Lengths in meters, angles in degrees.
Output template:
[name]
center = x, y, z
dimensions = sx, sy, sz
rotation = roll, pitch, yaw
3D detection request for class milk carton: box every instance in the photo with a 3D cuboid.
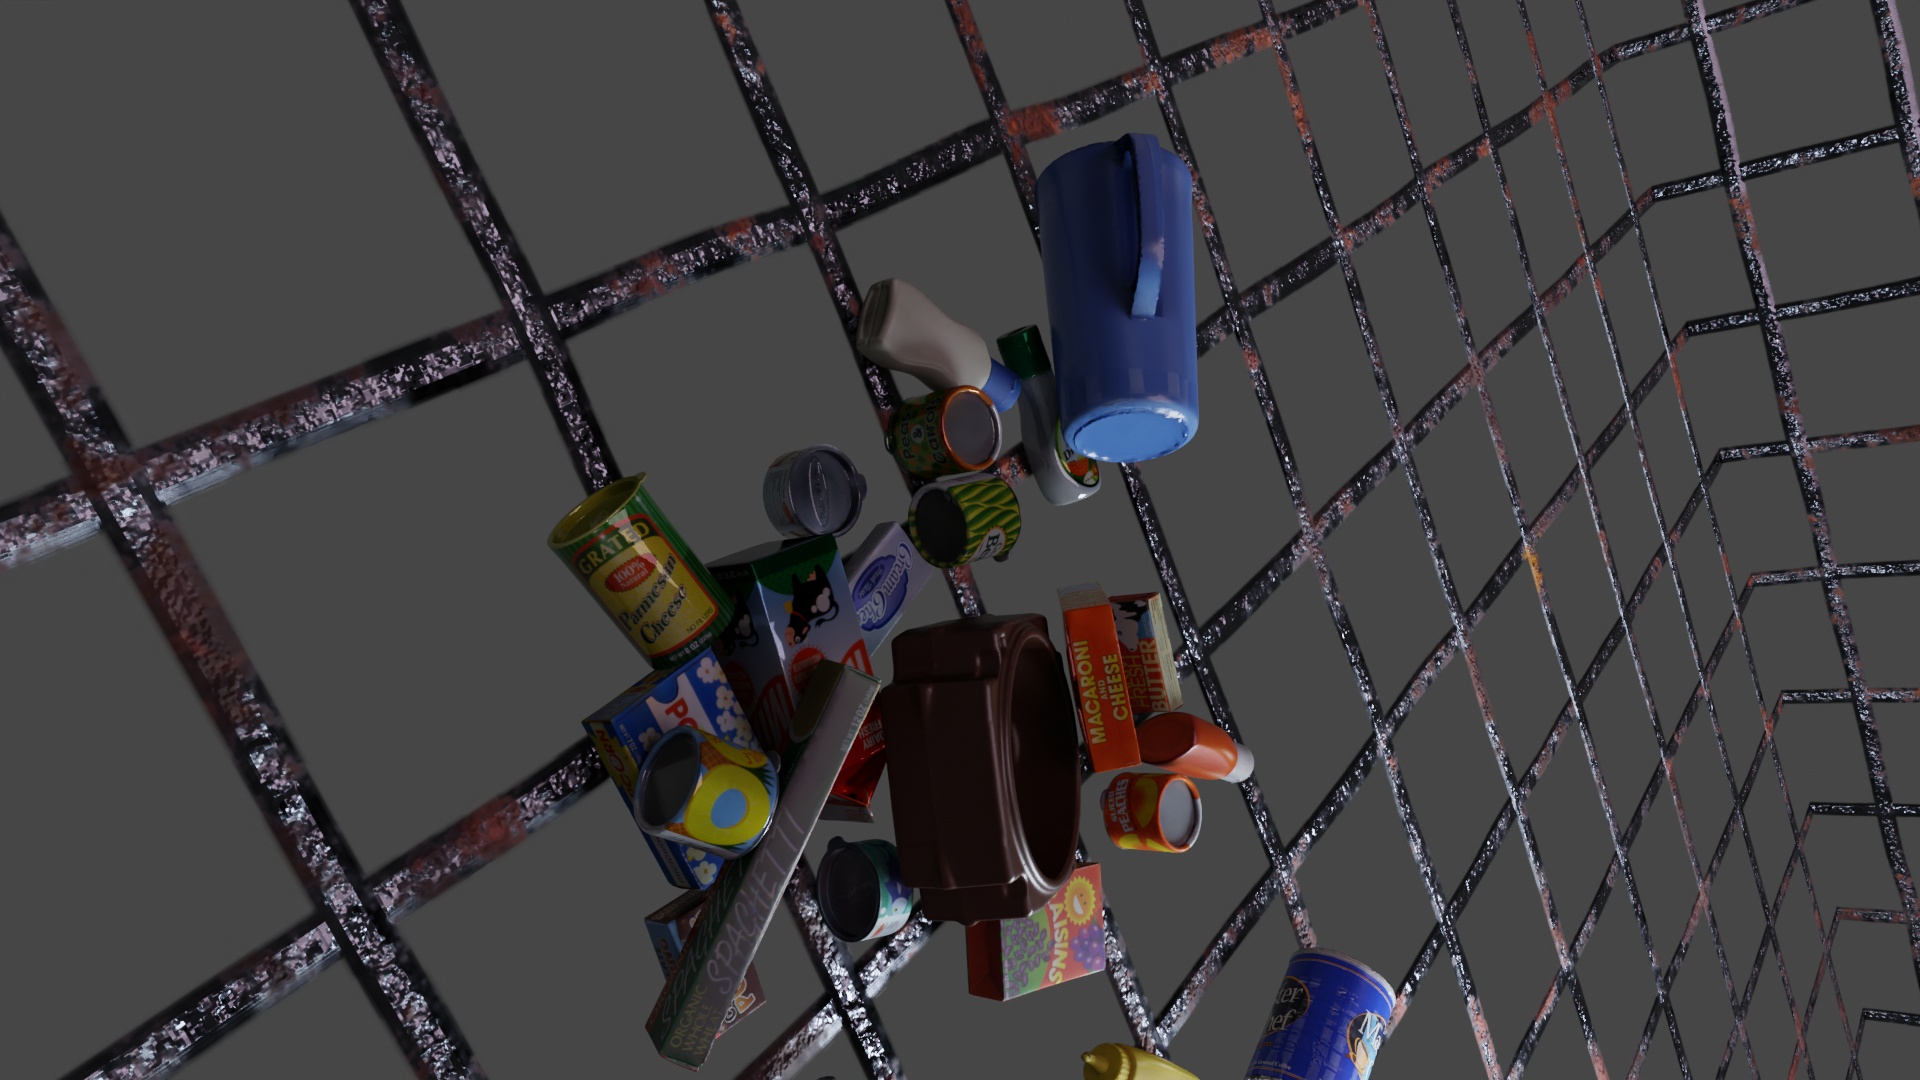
[milk carton]
center = -0.105, 0.097, 0.919
dimensions = 0.074, 0.072, 0.190
rotation = -22, 101, -44

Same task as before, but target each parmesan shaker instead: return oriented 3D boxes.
[parmesan shaker]
center = -0.190, 0.019, 0.845
dimensions = 0.103, 0.071, 0.072
rotation = 56, 50, -24

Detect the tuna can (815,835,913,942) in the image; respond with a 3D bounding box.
[tuna can]
center = -0.066, 0.235, 0.945
dimensions = 0.033, 0.071, 0.071
rotation = 5, 81, -46

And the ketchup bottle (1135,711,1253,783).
[ketchup bottle]
center = 0.216, 0.189, 1.243
dimensions = 0.148, 0.064, 0.044
rotation = 26, 51, -50

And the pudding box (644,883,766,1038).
[pudding box]
center = -0.160, 0.263, 0.869
dimensions = 0.050, 0.030, 0.083
rotation = -25, 102, -44

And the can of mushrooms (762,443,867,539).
[can of mushrooms]
center = -0.102, -0.032, 0.970
dimensions = 0.071, 0.033, 0.071
rotation = 9, 77, -44

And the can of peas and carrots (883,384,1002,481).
[can of peas and carrots]
center = -0.013, -0.081, 1.049
dimensions = 0.071, 0.058, 0.071
rotation = 9, 78, -45

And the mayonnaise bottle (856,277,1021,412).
[mayonnaise bottle]
center = -0.014, -0.143, 1.071
dimensions = 0.148, 0.041, 0.065
rotation = 27, 67, -41

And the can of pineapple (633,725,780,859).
[can of pineapple]
center = -0.149, 0.146, 0.815
dimensions = 0.058, 0.071, 0.071
rotation = 30, 64, -37

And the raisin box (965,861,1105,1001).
[raisin box]
center = 0.060, 0.300, 1.081
dimensions = 0.123, 0.040, 0.086
rotation = 3, 81, -46

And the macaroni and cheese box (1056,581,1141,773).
[macaroni and cheese box]
center = 0.106, 0.103, 1.089
dimensions = 0.166, 0.040, 0.123
rotation = -49, 128, -85

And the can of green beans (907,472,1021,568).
[can of green beans]
center = 0.003, -0.015, 1.050
dimensions = 0.058, 0.071, 0.071
rotation = -14, 94, -45

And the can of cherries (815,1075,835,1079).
[can of cherries]
center = -0.082, 0.396, 0.903
dimensions = 0.058, 0.071, 0.072
rotation = 55, 50, -25

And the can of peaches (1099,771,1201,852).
[can of peaches]
center = 0.163, 0.231, 1.183
dimensions = 0.071, 0.058, 0.071
rotation = 8, 79, -45

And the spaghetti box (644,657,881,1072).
[spaghetti box]
center = -0.118, 0.189, 0.835
dimensions = 0.028, 0.050, 0.250
rotation = 29, 79, -21

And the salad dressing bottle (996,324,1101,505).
[salad dressing bottle]
center = 0.071, -0.104, 1.148
dimensions = 0.064, 0.044, 0.147
rotation = -36, 109, -49

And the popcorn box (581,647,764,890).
[popcorn box]
center = -0.169, 0.143, 0.872
dimensions = 0.085, 0.038, 0.126
rotation = -38, 111, -41

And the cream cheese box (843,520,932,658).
[cream cheese box]
center = -0.065, 0.039, 1.003
dimensions = 0.053, 0.024, 0.104
rotation = 56, 50, -25

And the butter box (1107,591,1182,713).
[butter box]
center = 0.155, 0.098, 1.199
dimensions = 0.024, 0.053, 0.103
rotation = -18, 98, -48

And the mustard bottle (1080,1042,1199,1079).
[mustard bottle]
center = 0.144, 0.448, 1.139
dimensions = 0.160, 0.048, 0.065
rotation = 43, 56, -32
